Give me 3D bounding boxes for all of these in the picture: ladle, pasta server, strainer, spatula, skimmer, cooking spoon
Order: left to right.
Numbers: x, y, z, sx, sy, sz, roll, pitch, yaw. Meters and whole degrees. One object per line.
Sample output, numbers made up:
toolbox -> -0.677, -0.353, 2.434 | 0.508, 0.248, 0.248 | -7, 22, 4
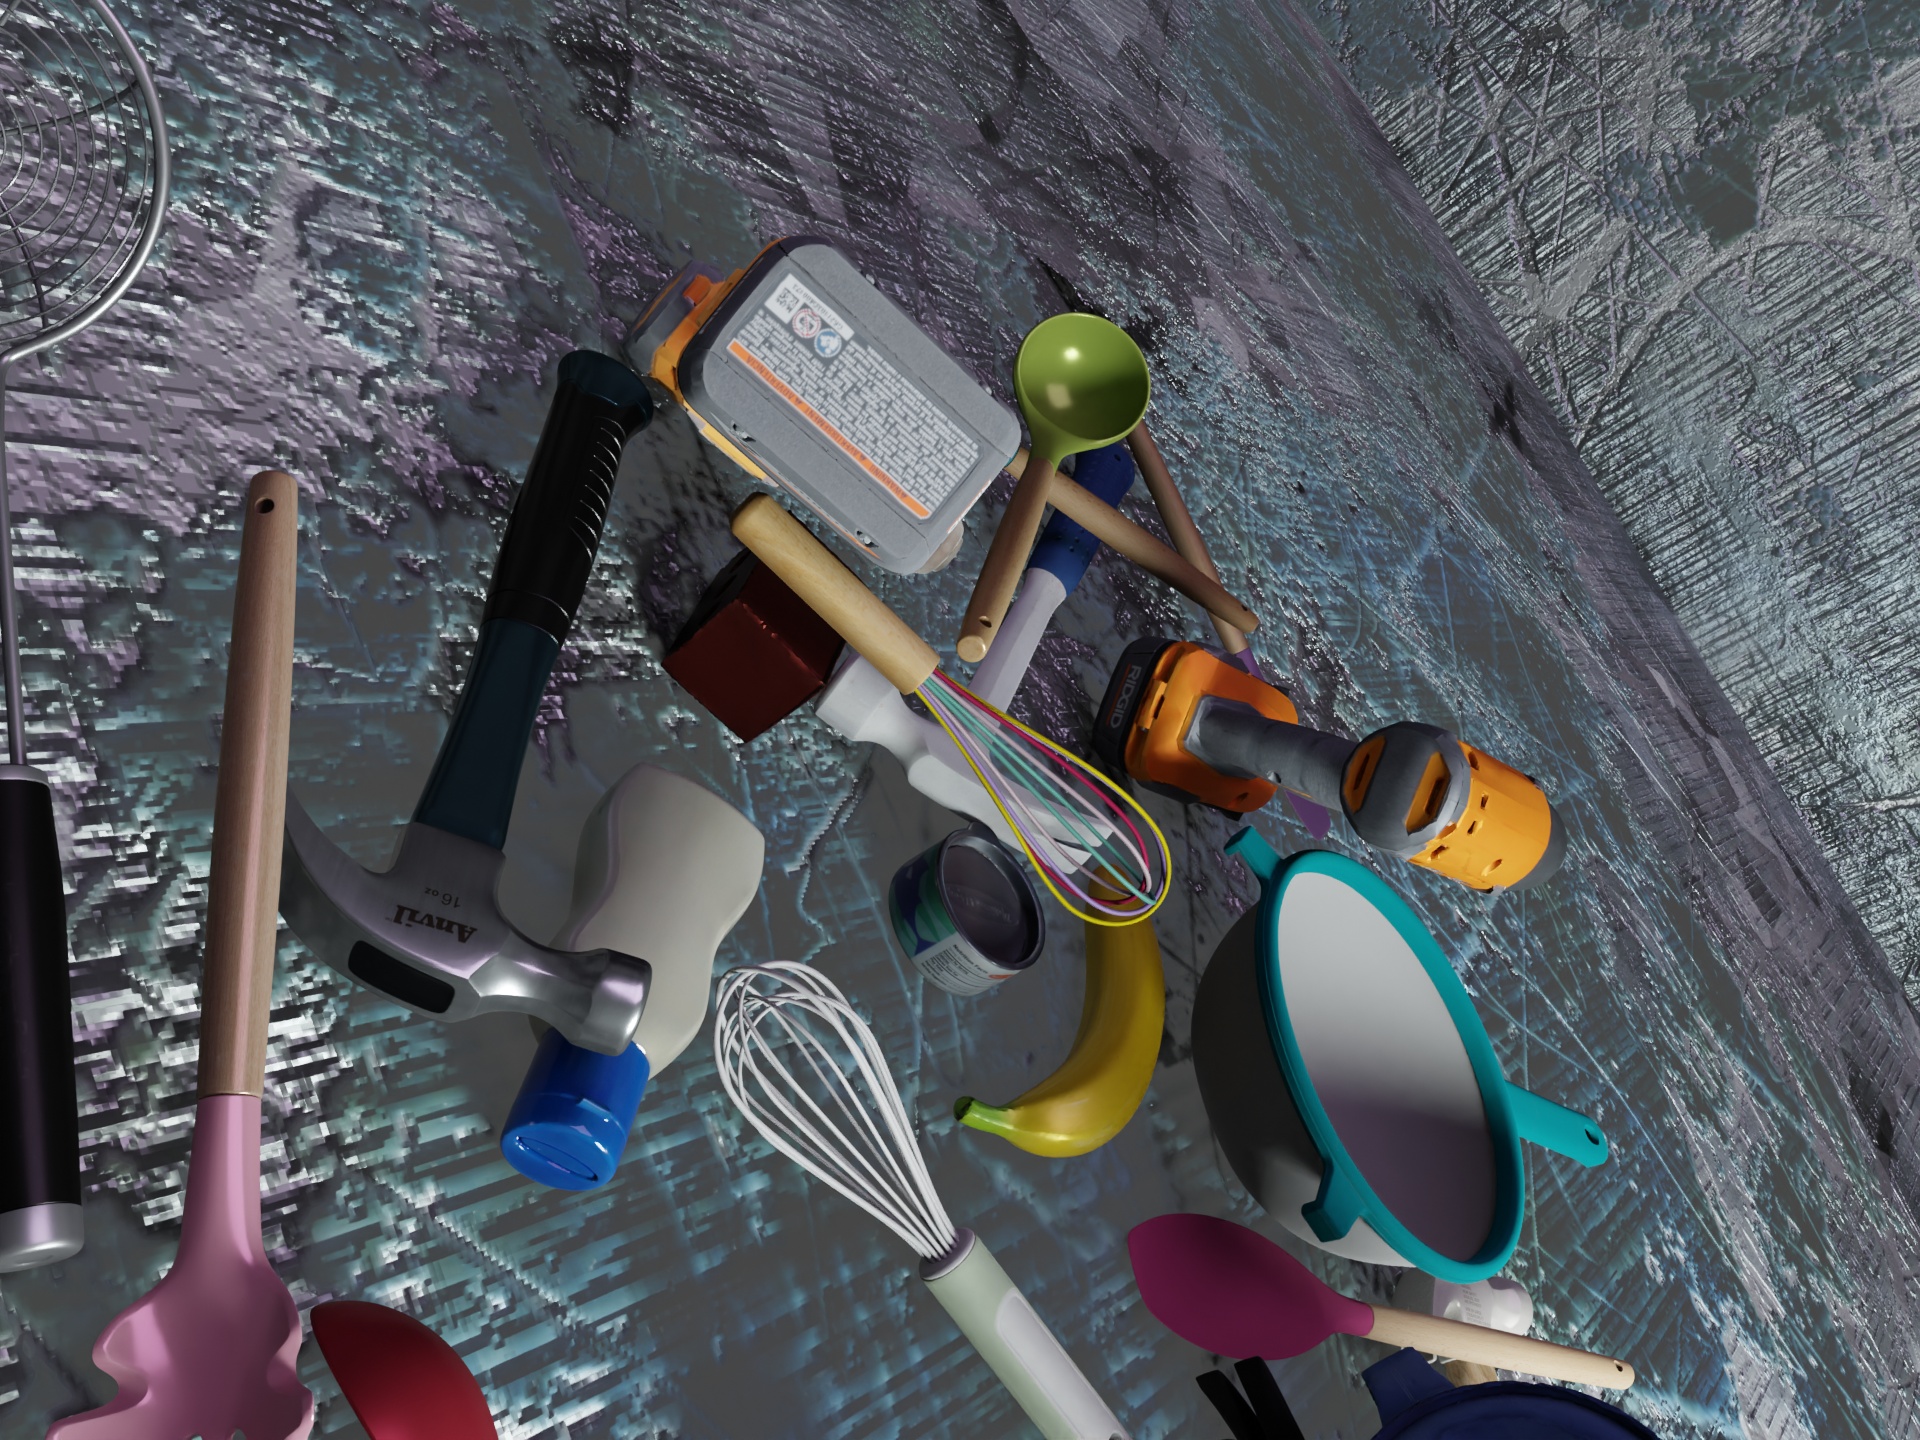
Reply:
skimmer -> -0.259, -0.049, 0.406 | 0.127, 0.090, 0.364 | -9, 68, -20
pasta server -> -0.186, 0.068, 0.405 | 0.060, 0.040, 0.316 | -3, 65, -9
ladle -> -0.087, 0.285, 0.377 | 0.031, 0.069, 0.315 | -20, 81, -17
spatula -> 0.040, -0.126, 0.877 | 0.317, 0.044, 0.082 | 31, 35, -22
ladle -> 0.041, -0.119, 0.766 | 0.078, 0.062, 0.320 | 31, 33, -7
spatula -> 0.169, -0.067, 1.028 | 0.060, 0.018, 0.316 | -26, 91, -60
strainer -> 0.222, 0.198, 0.818 | 0.340, 0.095, 0.211 | 27, 44, -40
cooking spoon -> 0.205, 0.283, 0.738 | 0.318, 0.017, 0.069 | 21, 33, -26

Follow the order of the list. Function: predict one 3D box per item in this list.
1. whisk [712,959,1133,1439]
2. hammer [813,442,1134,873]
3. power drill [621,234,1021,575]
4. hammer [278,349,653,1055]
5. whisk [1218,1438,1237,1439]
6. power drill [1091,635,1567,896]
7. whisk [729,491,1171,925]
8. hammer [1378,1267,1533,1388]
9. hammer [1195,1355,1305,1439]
whisk -> -0.009, 0.184, 0.568 | 0.246, 0.059, 0.058 | 55, 43, -11
hammer -> 0.048, -0.065, 0.864 | 0.144, 0.035, 0.406 | 37, 32, -6
power drill -> -0.050, -0.120, 0.679 | 0.185, 0.084, 0.226 | 40, -2, -21
hammer -> -0.153, -0.036, 0.566 | 0.128, 0.033, 0.331 | 20, 39, -18
whisk -> 0.114, 0.364, 0.480 | 0.073, 0.073, 0.296 | 34, 28, -30
power drill -> 0.198, 0.030, 0.828 | 0.164, 0.227, 0.084 | 22, 90, -42
whisk -> -0.002, -0.001, 0.653 | 0.245, 0.047, 0.051 | 43, 21, -13
hammer -> 0.268, 0.417, 0.738 | 0.130, 0.031, 0.332 | 27, 42, -38
hammer -> 0.044, 0.327, 0.519 | 0.336, 0.034, 0.127 | -2, 64, -54
